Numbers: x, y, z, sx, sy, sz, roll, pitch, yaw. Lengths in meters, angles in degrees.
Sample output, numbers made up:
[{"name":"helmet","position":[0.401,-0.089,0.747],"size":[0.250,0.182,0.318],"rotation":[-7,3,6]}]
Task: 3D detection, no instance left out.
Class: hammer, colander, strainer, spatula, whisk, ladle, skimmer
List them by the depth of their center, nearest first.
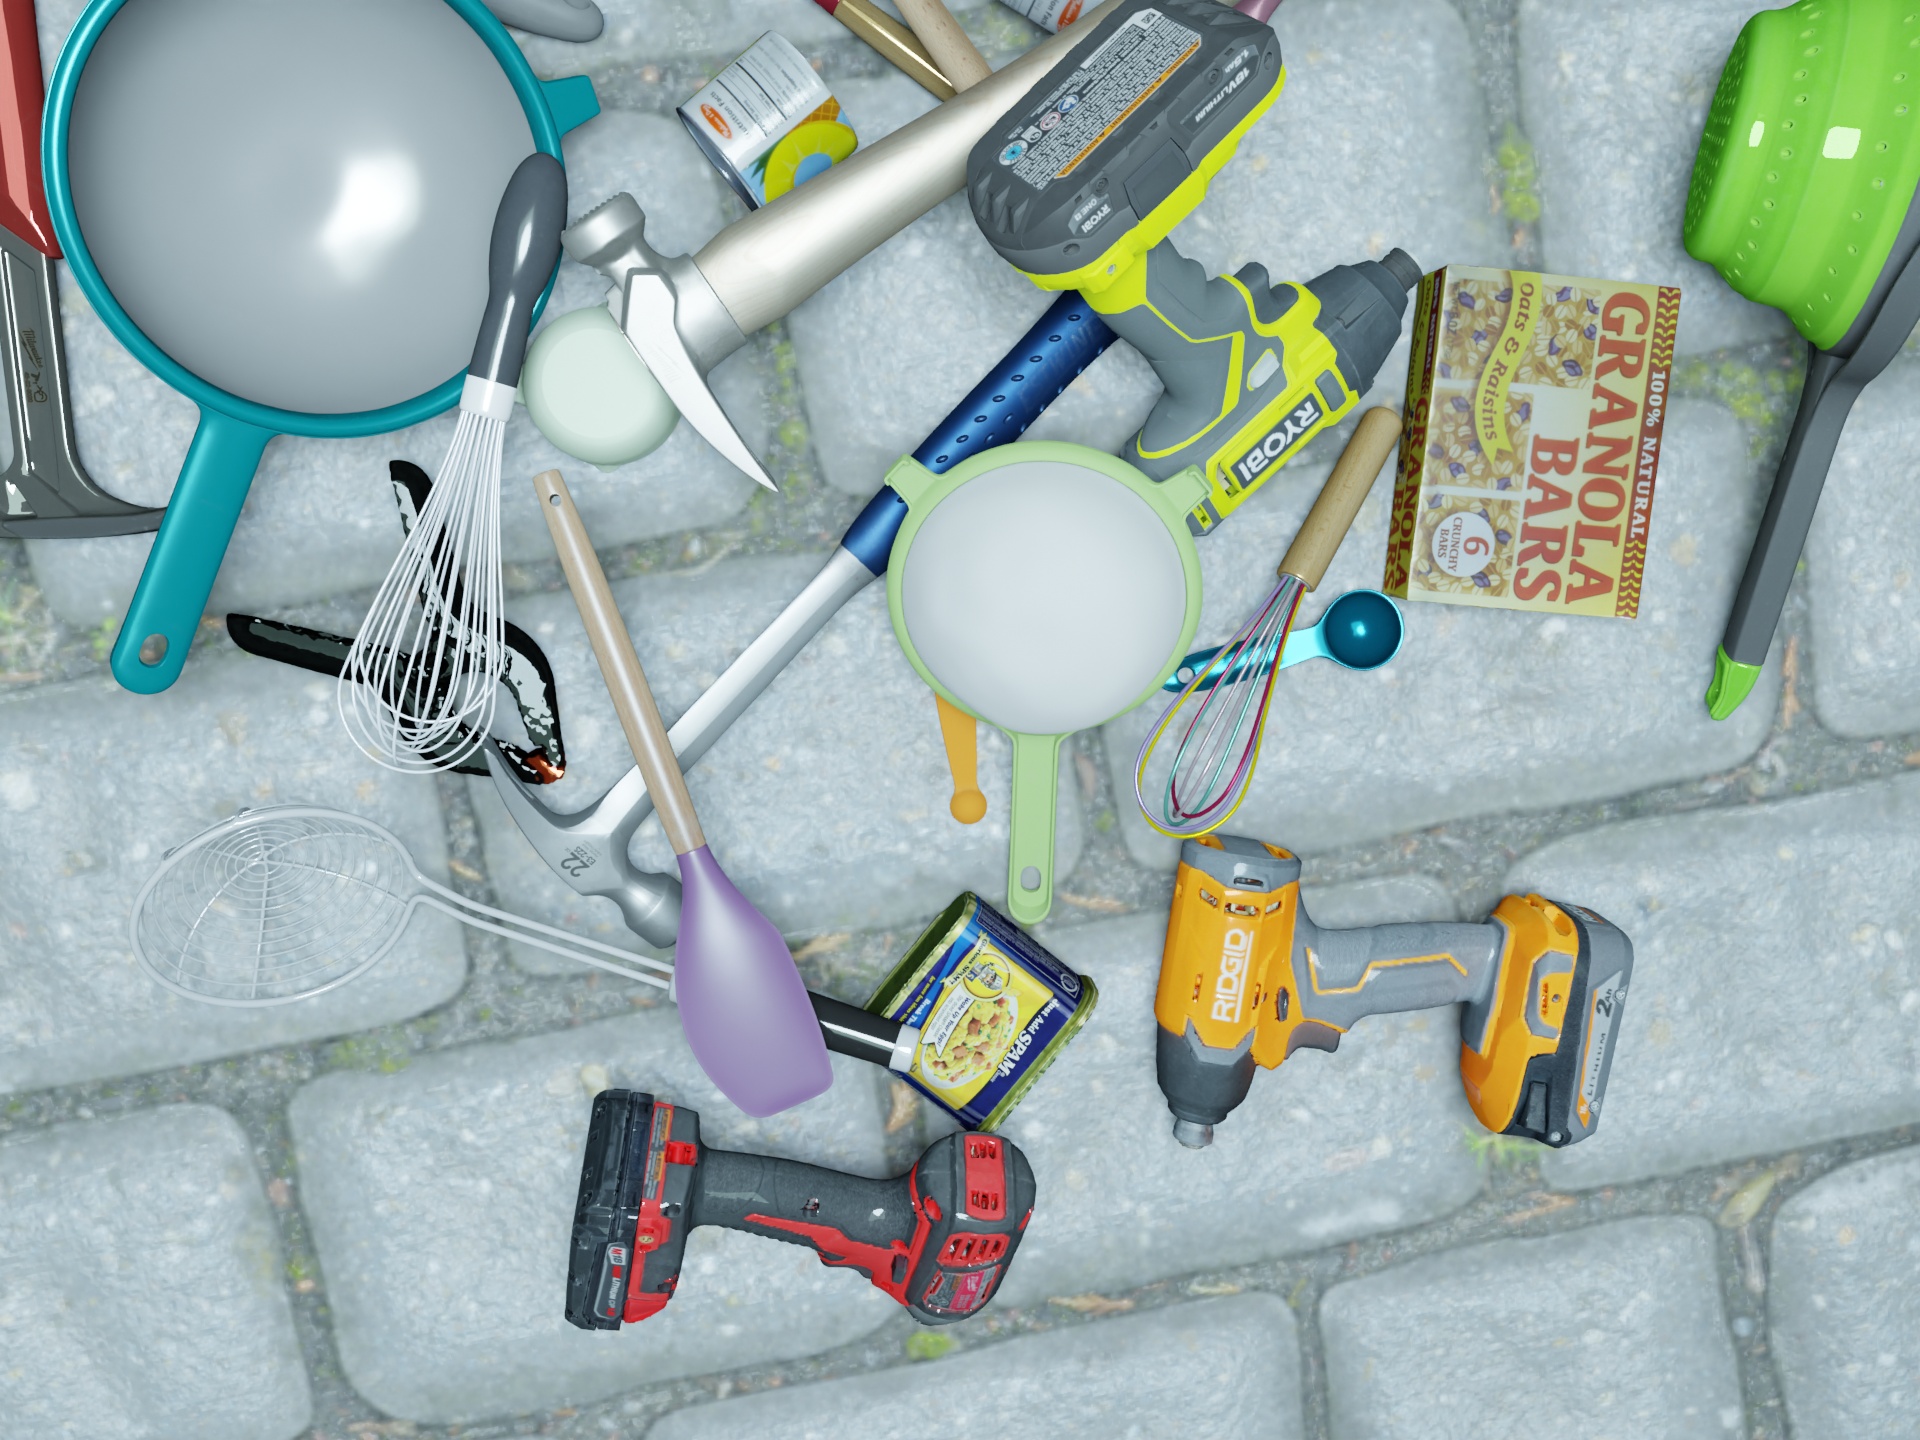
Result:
[{"name":"hammer","position":[0.033,-0.268,0.709],"size":[0.410,0.038,0.146],"rotation":[-33,111,2]},{"name":"strainer","position":[-0.316,-0.180,0.712],"size":[0.210,0.095,0.340],"rotation":[18,99,-39]},{"name":"whisk","position":[-0.221,-0.113,0.714],"size":[0.070,0.070,0.284],"rotation":[14,96,-7]},{"name":"whisk","position":[-0.281,-0.363,0.729],"size":[0.239,0.055,0.055],"rotation":[17,97,-12]},{"name":"hammer","position":[-0.429,-0.264,0.733],"size":[0.149,0.037,0.359],"rotation":[-2,99,-4]},{"name":"spatula","position":[-0.136,0.036,0.733],"size":[0.060,0.018,0.316],"rotation":[-20,96,-9]},{"name":"spatula","position":[-0.028,-0.335,0.737],"size":[0.082,0.044,0.317],"rotation":[-42,100,-24]},{"name":"strainer","position":[0.036,-0.001,0.758],"size":[0.151,0.069,0.256],"rotation":[3,116,4]},{"name":"skimmer","position":[-0.202,0.127,0.760],"size":[0.363,0.090,0.127],"rotation":[17,125,2]},{"name":"ladle","position":[-0.035,-0.329,0.761],"size":[0.315,0.031,0.069],"rotation":[34,84,-10]},{"name":"colander","position":[0.387,-0.189,0.767],"size":[0.094,0.204,0.396],"rotation":[13,116,14]},{"name":"hammer","position":[-0.061,-0.074,0.778],"size":[0.405,0.035,0.144],"rotation":[-47,118,0]},{"name":"whisk","position":[0.161,-0.049,0.796],"size":[0.051,0.047,0.245],"rotation":[36,81,-43]}]

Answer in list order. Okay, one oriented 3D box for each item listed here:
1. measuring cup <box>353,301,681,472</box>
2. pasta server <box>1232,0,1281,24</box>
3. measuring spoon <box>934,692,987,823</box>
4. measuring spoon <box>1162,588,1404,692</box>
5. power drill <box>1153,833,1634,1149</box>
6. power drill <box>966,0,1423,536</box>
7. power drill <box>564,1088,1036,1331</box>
[{"name":"measuring cup","position":[-0.218,-0.163,0.763],"size":[0.167,0.038,0.083],"rotation":[2,98,-7]},{"name":"pasta server","position":[0.185,-0.394,0.764],"size":[0.060,0.040,0.316],"rotation":[43,92,2]},{"name":"measuring spoon","position":[-0.001,-0.003,0.818],"size":[0.021,0.011,0.117],"rotation":[-7,99,-4]},{"name":"measuring spoon","position":[0.165,-0.036,0.828],"size":[0.128,0.021,0.042],"rotation":[-14,91,7]},{"name":"power drill","position":[0.213,0.155,0.826],"size":[0.226,0.084,0.164],"rotation":[9,98,-2]},{"name":"power drill","position":[0.116,-0.205,0.719],"size":[0.171,0.080,0.223],"rotation":[-43,138,4]},{"name":"power drill","position":[-0.082,0.258,0.802],"size":[0.219,0.079,0.143],"rotation":[8,133,-9]}]
